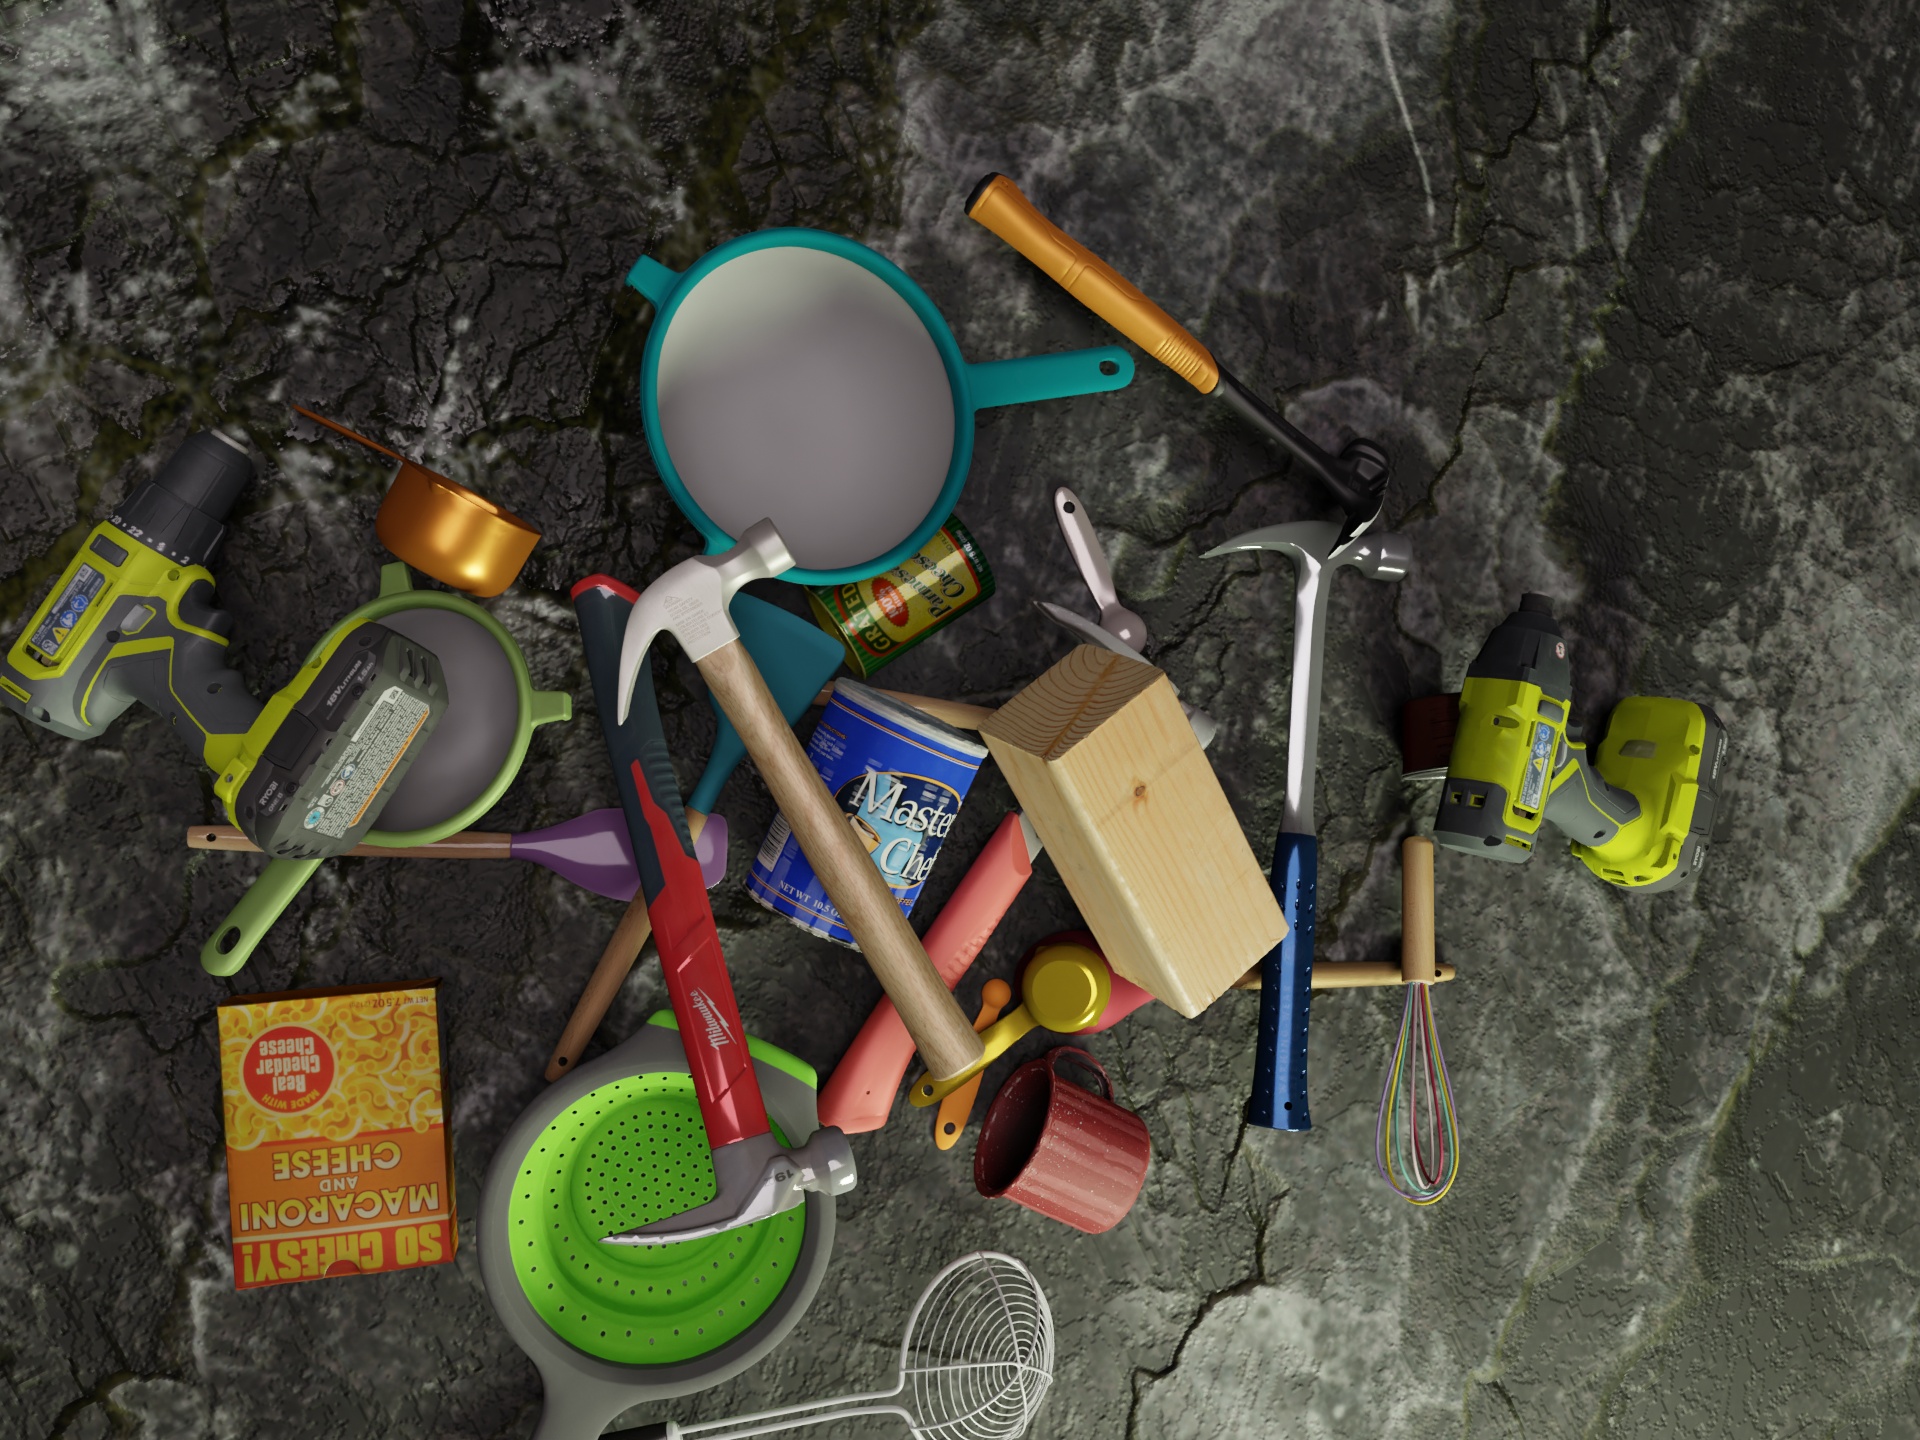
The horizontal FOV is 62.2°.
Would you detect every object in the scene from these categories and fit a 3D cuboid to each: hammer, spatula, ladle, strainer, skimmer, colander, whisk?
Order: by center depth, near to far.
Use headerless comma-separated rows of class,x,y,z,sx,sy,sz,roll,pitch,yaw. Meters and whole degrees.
hammer,-0.083,0.060,0.903,0.130,0.031,0.331,-29,97,-1
hammer,-0.180,0.099,0.915,0.143,0.038,0.386,-13,75,-20
strainer,-0.344,0.046,0.934,0.151,0.069,0.256,36,86,14
colander,-0.214,0.363,0.949,0.204,0.094,0.397,24,85,-11
spatula,-0.301,0.078,0.972,0.315,0.018,0.060,3,88,-13
spatula,-0.176,0.077,0.974,0.082,0.044,0.317,27,83,-3
strainer,-0.050,-0.197,1.002,0.340,0.095,0.211,-14,95,-29
skimmer,-0.117,0.428,1.005,0.363,0.090,0.127,-11,95,-2
hammer,0.011,0.103,1.020,0.149,0.037,0.359,36,85,-14
hammer,0.140,-0.239,1.039,0.337,0.034,0.127,37,38,-5
hammer,0.219,0.064,1.062,0.144,0.035,0.405,7,83,-12
whisk,0.312,0.199,1.070,0.051,0.047,0.245,9,73,-13
ladle,0.192,0.175,1.076,0.315,0.031,0.069,1,87,-14

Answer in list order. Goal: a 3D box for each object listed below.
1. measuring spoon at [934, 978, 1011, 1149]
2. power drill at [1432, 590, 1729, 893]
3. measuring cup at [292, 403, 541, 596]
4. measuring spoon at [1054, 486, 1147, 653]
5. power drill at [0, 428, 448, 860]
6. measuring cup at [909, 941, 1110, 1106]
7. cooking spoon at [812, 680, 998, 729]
measuring spoon,0.008,0.226,1.042,0.021,0.011,0.117,21,85,-11
power drill,0.413,0.022,1.056,0.223,0.080,0.171,18,84,-36
measuring cup,-0.336,-0.130,0.945,0.173,0.095,0.052,28,92,8
measuring spoon,0.092,-0.099,1.060,0.034,0.018,0.124,-25,94,-11
power drill,-0.406,-0.044,0.889,0.228,0.080,0.190,30,83,17
measuring cup,0.028,0.201,1.020,0.156,0.029,0.062,-38,81,4
cooking spoon,-0.002,-0.003,1.038,0.318,0.017,0.069,9,88,-13
